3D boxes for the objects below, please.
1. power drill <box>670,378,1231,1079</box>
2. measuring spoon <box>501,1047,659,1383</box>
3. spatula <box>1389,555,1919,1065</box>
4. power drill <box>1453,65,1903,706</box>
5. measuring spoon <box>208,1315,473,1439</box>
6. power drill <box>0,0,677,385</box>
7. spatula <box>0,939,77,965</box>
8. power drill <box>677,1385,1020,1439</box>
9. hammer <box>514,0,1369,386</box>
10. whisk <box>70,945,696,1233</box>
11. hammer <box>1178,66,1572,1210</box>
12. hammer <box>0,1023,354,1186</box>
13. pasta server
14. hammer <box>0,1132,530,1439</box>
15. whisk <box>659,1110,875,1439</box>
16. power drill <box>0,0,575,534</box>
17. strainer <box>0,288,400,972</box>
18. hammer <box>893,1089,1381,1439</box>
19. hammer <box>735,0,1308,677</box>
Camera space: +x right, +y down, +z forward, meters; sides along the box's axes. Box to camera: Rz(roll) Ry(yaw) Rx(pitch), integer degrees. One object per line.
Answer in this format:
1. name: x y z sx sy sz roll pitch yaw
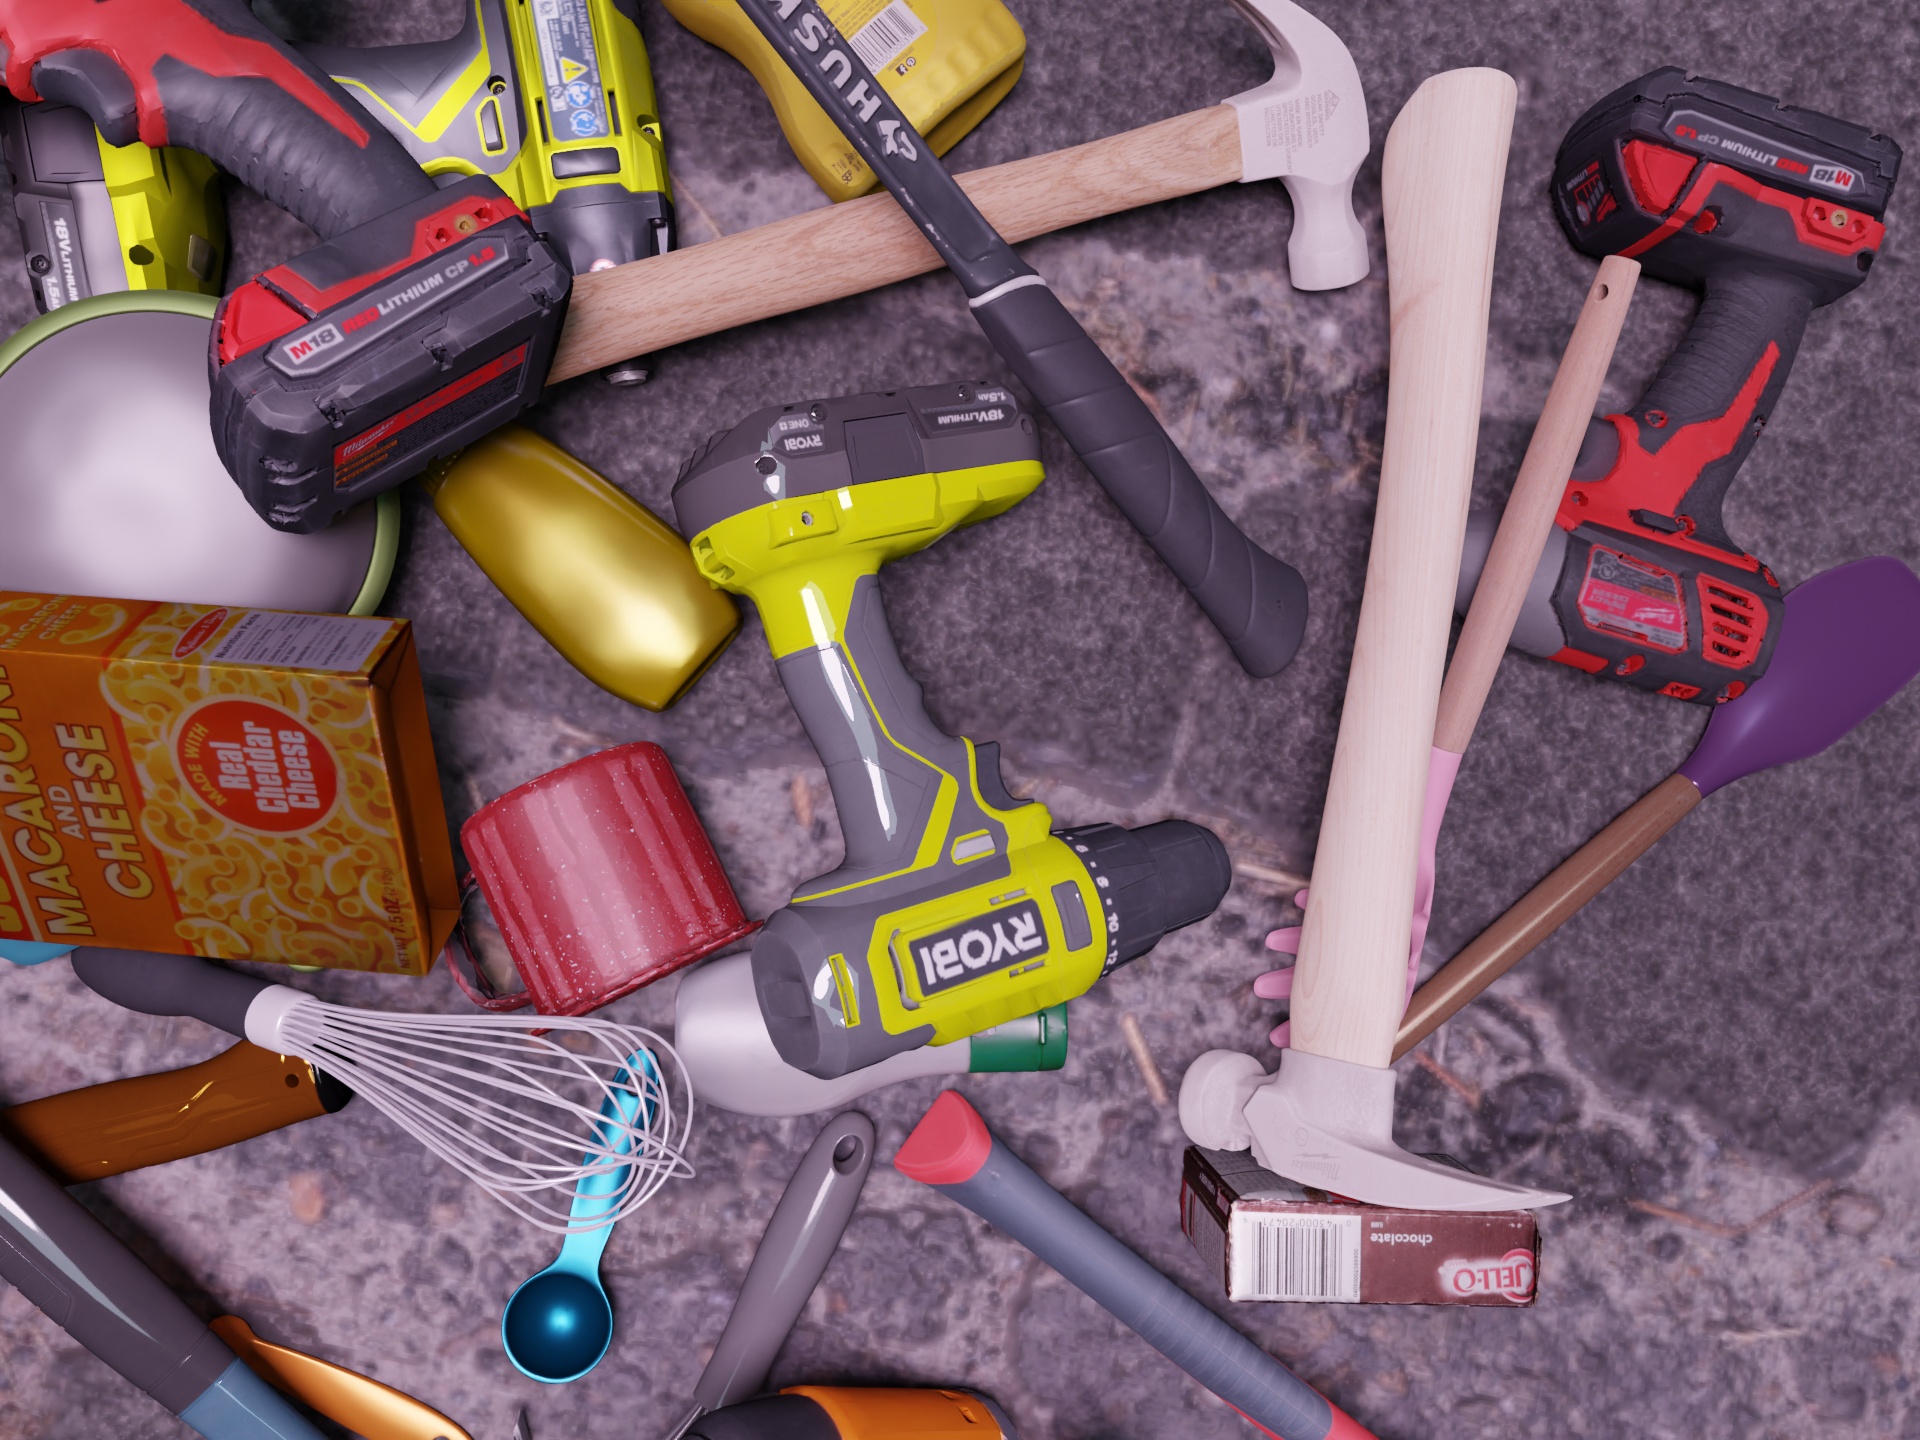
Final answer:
1. power drill: -0.001 -0.002 0.588 0.190 0.080 0.228 -14 88 -30
2. measuring spoon: -0.142 0.191 0.622 0.042 0.021 0.129 17 78 -2
3. spatula: 0.275 0.041 0.646 0.316 0.018 0.060 -40 88 -5
4. power drill: 0.266 -0.127 0.624 0.143 0.078 0.219 16 90 -2
5. measuring spoon: -0.240 0.262 0.613 0.117 0.011 0.021 27 87 -2
6. power drill: -0.222 -0.201 0.597 0.223 0.080 0.171 -10 93 -6
7. spatula: -0.447 0.106 0.576 0.317 0.044 0.082 -27 76 -13
8. power drill: -0.082 0.339 0.552 0.164 0.084 0.226 27 87 -45
9. hammer: -0.005 -0.188 0.590 0.331 0.031 0.130 -18 119 -7
10. whisk: -0.211 0.113 0.553 0.285 0.070 0.070 11 88 26
11. hammer: 0.167 -0.038 0.571 0.038 0.146 0.411 13 83 -36
12. hammer: -0.396 0.180 0.595 0.337 0.034 0.127 -14 88 -4
13. pasta server: 0.186 -0.016 0.593 0.040 0.060 0.316 2 110 -44
14. hammer: -0.285 0.233 0.577 0.128 0.033 0.331 -43 100 -3
15. whisk: -0.094 0.258 0.607 0.055 0.055 0.239 27 83 -2
16. power drill: -0.252 -0.170 0.491 0.188 0.080 0.227 -39 89 -27
17. strainer: -0.266 -0.020 0.558 0.151 0.069 0.256 -12 106 -9
18. hammer: 0.138 0.273 0.603 0.386 0.143 0.038 35 72 10
19. hammer: 0.002 -0.157 0.539 0.408 0.036 0.149 46 62 -28
